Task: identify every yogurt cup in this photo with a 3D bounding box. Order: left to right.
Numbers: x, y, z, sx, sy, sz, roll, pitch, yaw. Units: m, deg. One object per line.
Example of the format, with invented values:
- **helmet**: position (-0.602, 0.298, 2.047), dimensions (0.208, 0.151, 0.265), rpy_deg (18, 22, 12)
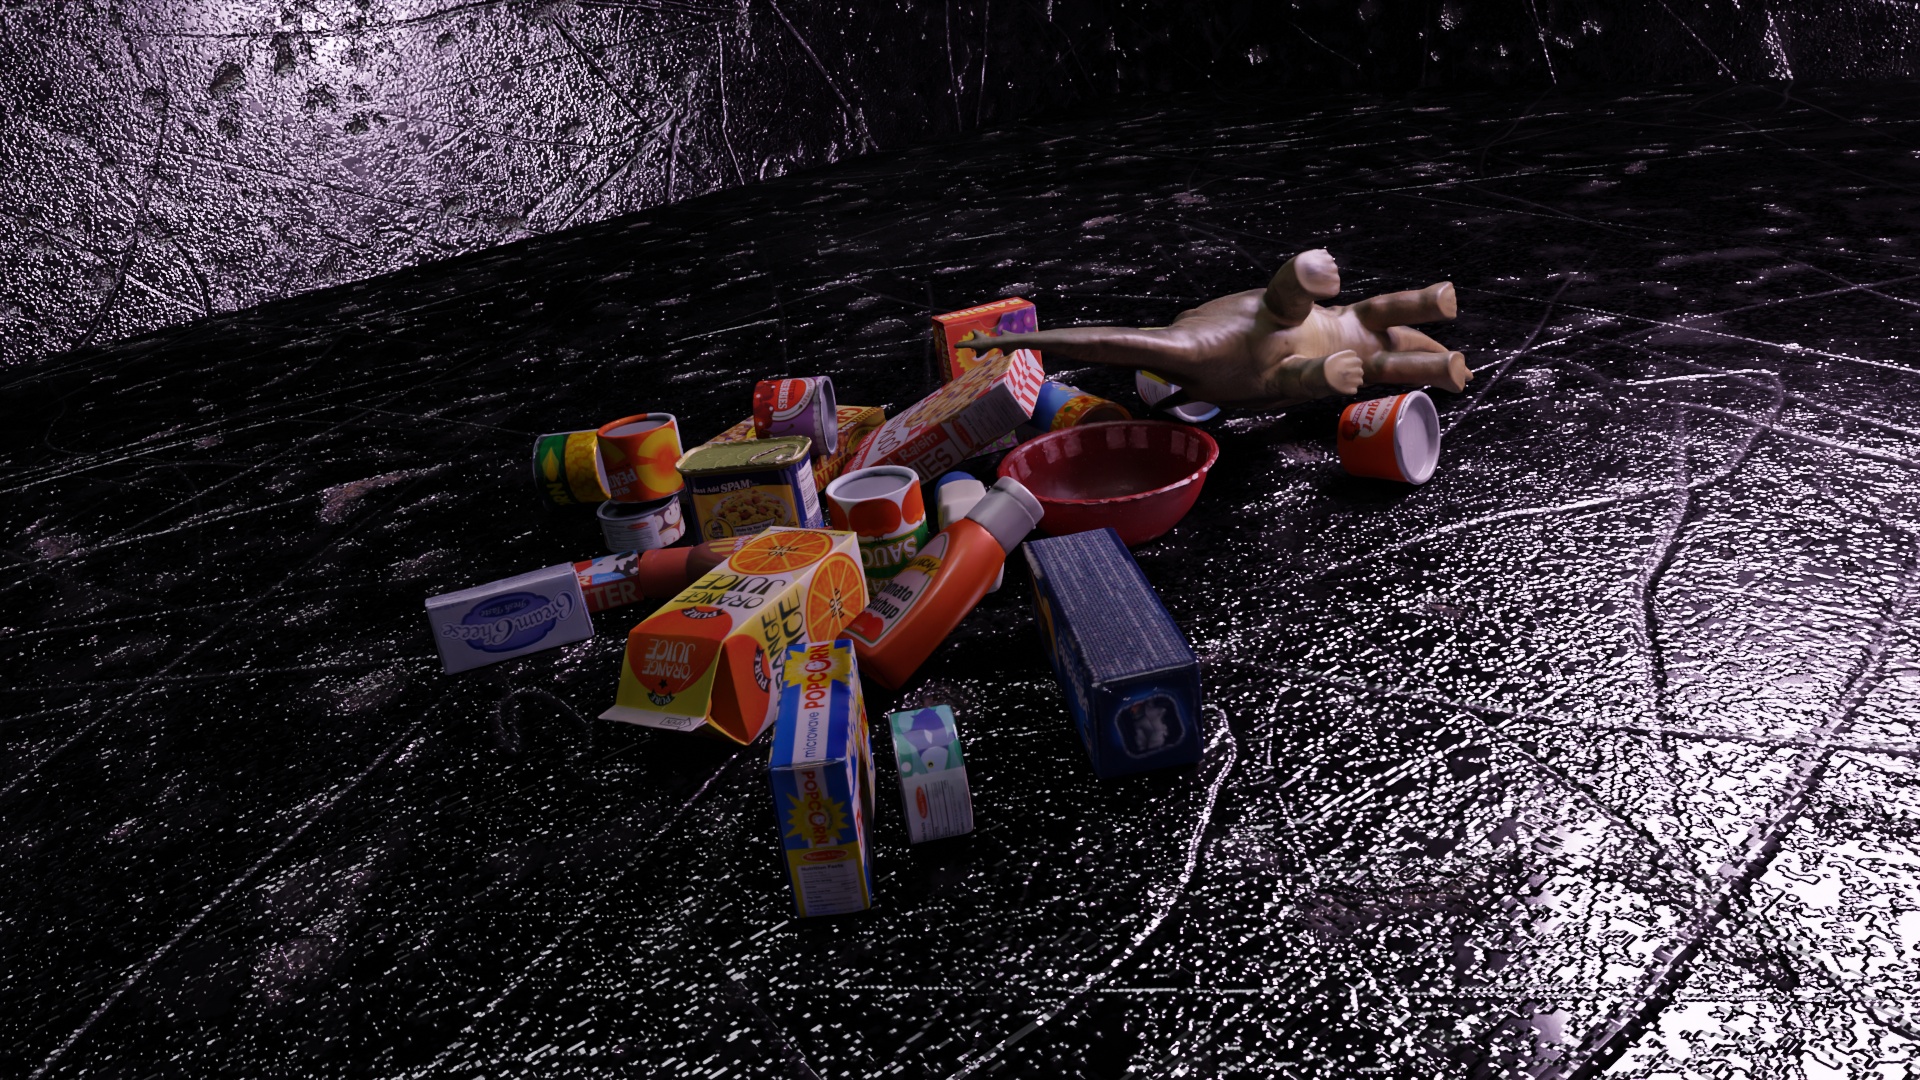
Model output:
- **yogurt cup**: position (0.315, -0.075, 1.025), dimensions (0.054, 0.072, 0.073), rpy_deg (1, 24, 43)

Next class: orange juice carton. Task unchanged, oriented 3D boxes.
- **orange juice carton**: position (-0.136, 0.064, 0.858), dimensions (0.072, 0.072, 0.194), rpy_deg (4, 27, 28)

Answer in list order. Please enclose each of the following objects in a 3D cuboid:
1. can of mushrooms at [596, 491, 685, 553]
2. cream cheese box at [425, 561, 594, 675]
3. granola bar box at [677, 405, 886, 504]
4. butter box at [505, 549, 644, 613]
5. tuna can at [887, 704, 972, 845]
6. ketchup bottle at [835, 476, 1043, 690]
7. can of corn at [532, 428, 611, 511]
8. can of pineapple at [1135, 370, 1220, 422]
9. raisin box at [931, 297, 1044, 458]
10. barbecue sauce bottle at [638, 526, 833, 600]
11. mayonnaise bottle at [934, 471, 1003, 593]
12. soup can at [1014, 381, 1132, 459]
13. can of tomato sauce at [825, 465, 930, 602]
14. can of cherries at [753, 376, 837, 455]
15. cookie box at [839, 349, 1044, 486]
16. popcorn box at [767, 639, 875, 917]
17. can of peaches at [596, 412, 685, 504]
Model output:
- **can of mushrooms**: position (-0.262, -0.017, 1.145), dimensions (0.071, 0.033, 0.071), rpy_deg (-8, 23, 4)
- **cream cheese box**: position (-0.316, 0.054, 0.974), dimensions (0.104, 0.053, 0.024), rpy_deg (-15, 21, -13)
- **granola bar box**: position (-0.158, -0.076, 1.235), dimensions (0.124, 0.039, 0.166), rpy_deg (6, 27, 29)
- **butter box**: position (-0.290, 0.037, 1.041), dimensions (0.104, 0.024, 0.053), rpy_deg (-13, 23, -10)
- **tuna can**: position (-0.016, 0.116, 0.700), dimensions (0.033, 0.070, 0.071), rpy_deg (-10, 23, -5)
- **ketchup bottle**: position (-0.009, 0.025, 0.861), dimensions (0.149, 0.043, 0.065), rpy_deg (-47, 25, -13)
- **can of corn**: position (-0.342, -0.063, 1.246), dimensions (0.058, 0.071, 0.071), rpy_deg (-6, 23, 8)
- **can of pineapple**: position (0.197, -0.143, 1.220), dimensions (0.071, 0.070, 0.058), rpy_deg (-18, 25, -19)
- **raisin box**: position (0.027, -0.142, 1.211), dimensions (0.086, 0.123, 0.040), rpy_deg (-15, 22, -16)
- **barbecue sauce bottle**: position (-0.157, 0.020, 1.006), dimensions (0.148, 0.043, 0.065), rpy_deg (-5, 24, 12)
- **mayonnaise bottle**: position (0.004, -0.013, 1.002), dimensions (0.041, 0.064, 0.148), rpy_deg (-8, 19, -3)
- **soup can**: position (0.096, -0.092, 1.138), dimensions (0.071, 0.071, 0.084), rpy_deg (-20, 26, -24)
- **can of tomato sauce**: position (-0.055, -0.002, 0.967), dimensions (0.071, 0.082, 0.071), rpy_deg (-8, 22, 3)
- **can of cherries**: position (-0.137, -0.104, 1.151), dimensions (0.058, 0.071, 0.072), rpy_deg (-3, 23, 6)
- **cookie box**: position (-0.016, -0.091, 1.132), dimensions (0.167, 0.040, 0.123), rpy_deg (-30, 16, 19)
- **popcorn box**: position (-0.067, 0.115, 0.697), dimensions (0.038, 0.085, 0.127), rpy_deg (-8, 22, 0)
- **can of peaches**: position (-0.264, -0.068, 1.145), dimensions (0.071, 0.057, 0.071), rpy_deg (-7, 21, 3)
